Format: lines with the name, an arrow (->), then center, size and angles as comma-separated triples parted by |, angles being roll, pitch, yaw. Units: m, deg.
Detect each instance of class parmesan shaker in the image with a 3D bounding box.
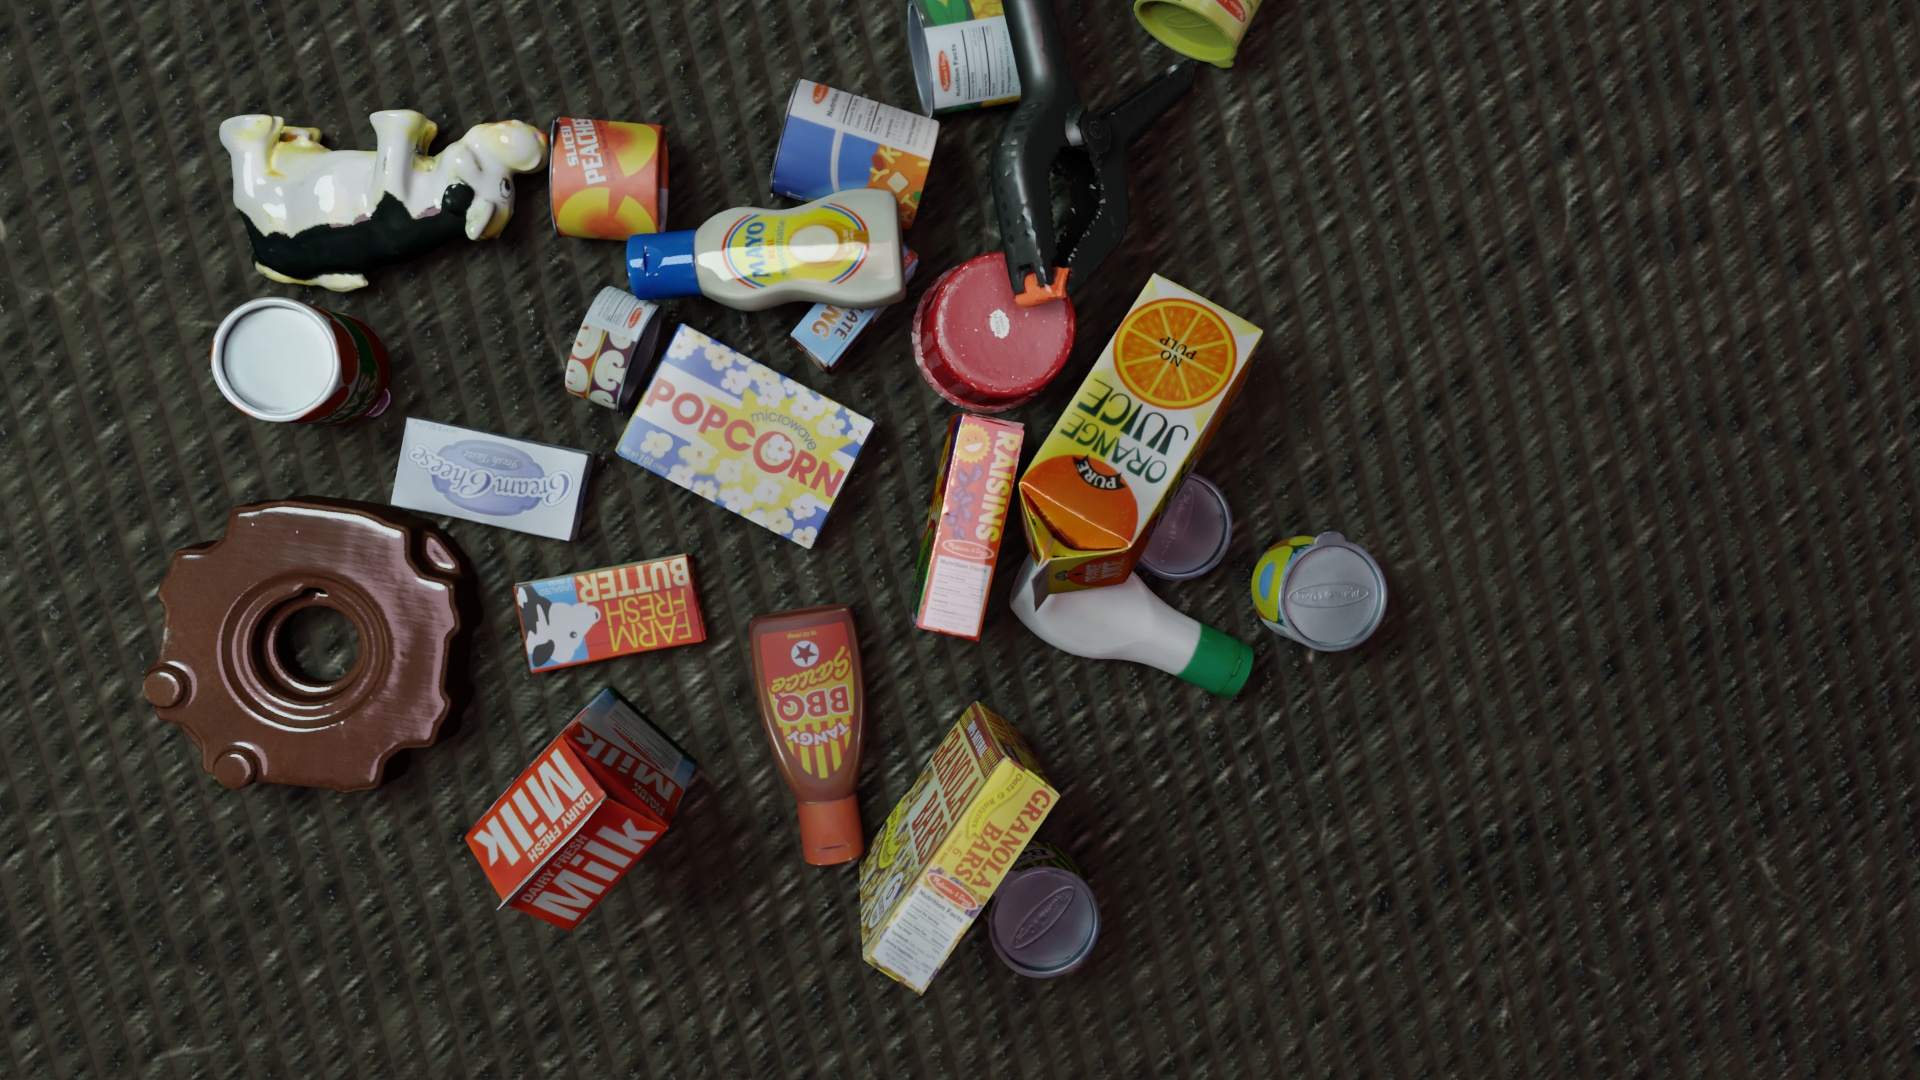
parmesan shaker -> 0.156, -0.341, 0.813 | 0.071, 0.071, 0.103 | 27, 89, -7

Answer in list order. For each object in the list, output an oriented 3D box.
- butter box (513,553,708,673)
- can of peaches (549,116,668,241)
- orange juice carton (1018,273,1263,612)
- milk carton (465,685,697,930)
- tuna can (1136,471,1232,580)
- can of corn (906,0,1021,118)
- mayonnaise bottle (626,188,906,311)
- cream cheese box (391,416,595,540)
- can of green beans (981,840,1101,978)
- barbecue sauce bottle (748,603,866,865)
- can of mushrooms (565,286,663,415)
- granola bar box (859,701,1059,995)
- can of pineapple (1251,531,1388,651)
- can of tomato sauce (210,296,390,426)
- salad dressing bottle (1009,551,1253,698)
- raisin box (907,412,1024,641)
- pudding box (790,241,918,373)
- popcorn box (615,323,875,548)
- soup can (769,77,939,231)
butter box -> -0.204, 0.042, 0.814 | 0.103, 0.024, 0.053 | -10, 93, -5
can of peaches -> -0.196, -0.203, 0.779 | 0.058, 0.071, 0.071 | 3, 93, -7
orange juice carton -> 0.091, -0.047, 0.788 | 0.073, 0.071, 0.193 | 30, 75, 12
milk carton -> -0.199, 0.141, 0.736 | 0.073, 0.190, 0.072 | 43, 88, -6
tuna can -> 0.126, -0.011, 0.841 | 0.071, 0.033, 0.071 | 0, 93, -6
can of corn -> 0.004, -0.283, 0.800 | 0.058, 0.071, 0.071 | -12, 94, -6
mayonnaise bottle -> -0.106, -0.155, 0.762 | 0.148, 0.041, 0.064 | -5, 88, 1
cream cheese box -> -0.270, -0.035, 0.803 | 0.104, 0.024, 0.053 | 12, 93, -6
can of green beans -> 0.046, 0.219, 0.832 | 0.071, 0.058, 0.071 | 0, 93, -6
barbecue sauce bottle -> -0.084, 0.114, 0.821 | 0.065, 0.043, 0.148 | -8, 94, -6
can of mushrooms -> -0.196, -0.106, 0.787 | 0.033, 0.071, 0.071 | 21, 91, -7
granola bar box -> -0.006, 0.162, 0.770 | 0.039, 0.165, 0.124 | 35, 90, -6
can of pineapple -> 0.216, 0.029, 0.840 | 0.071, 0.058, 0.071 | 0, 93, -6
can of tomato sauce -> -0.358, -0.095, 0.761 | 0.071, 0.083, 0.071 | 0, 93, -5
salad dressing bottle -> 0.104, 0.051, 0.838 | 0.148, 0.044, 0.064 | 25, 82, -8
raisin box -> 0.003, -0.010, 0.802 | 0.040, 0.086, 0.123 | 12, 92, -5
pudding box -> -0.061, -0.138, 0.807 | 0.030, 0.049, 0.084 | 40, 89, -5
popcorn box -> -0.124, -0.060, 0.810 | 0.127, 0.038, 0.085 | 27, 90, -7
soup can -> -0.061, -0.218, 0.796 | 0.084, 0.071, 0.071 | 16, 92, -7
